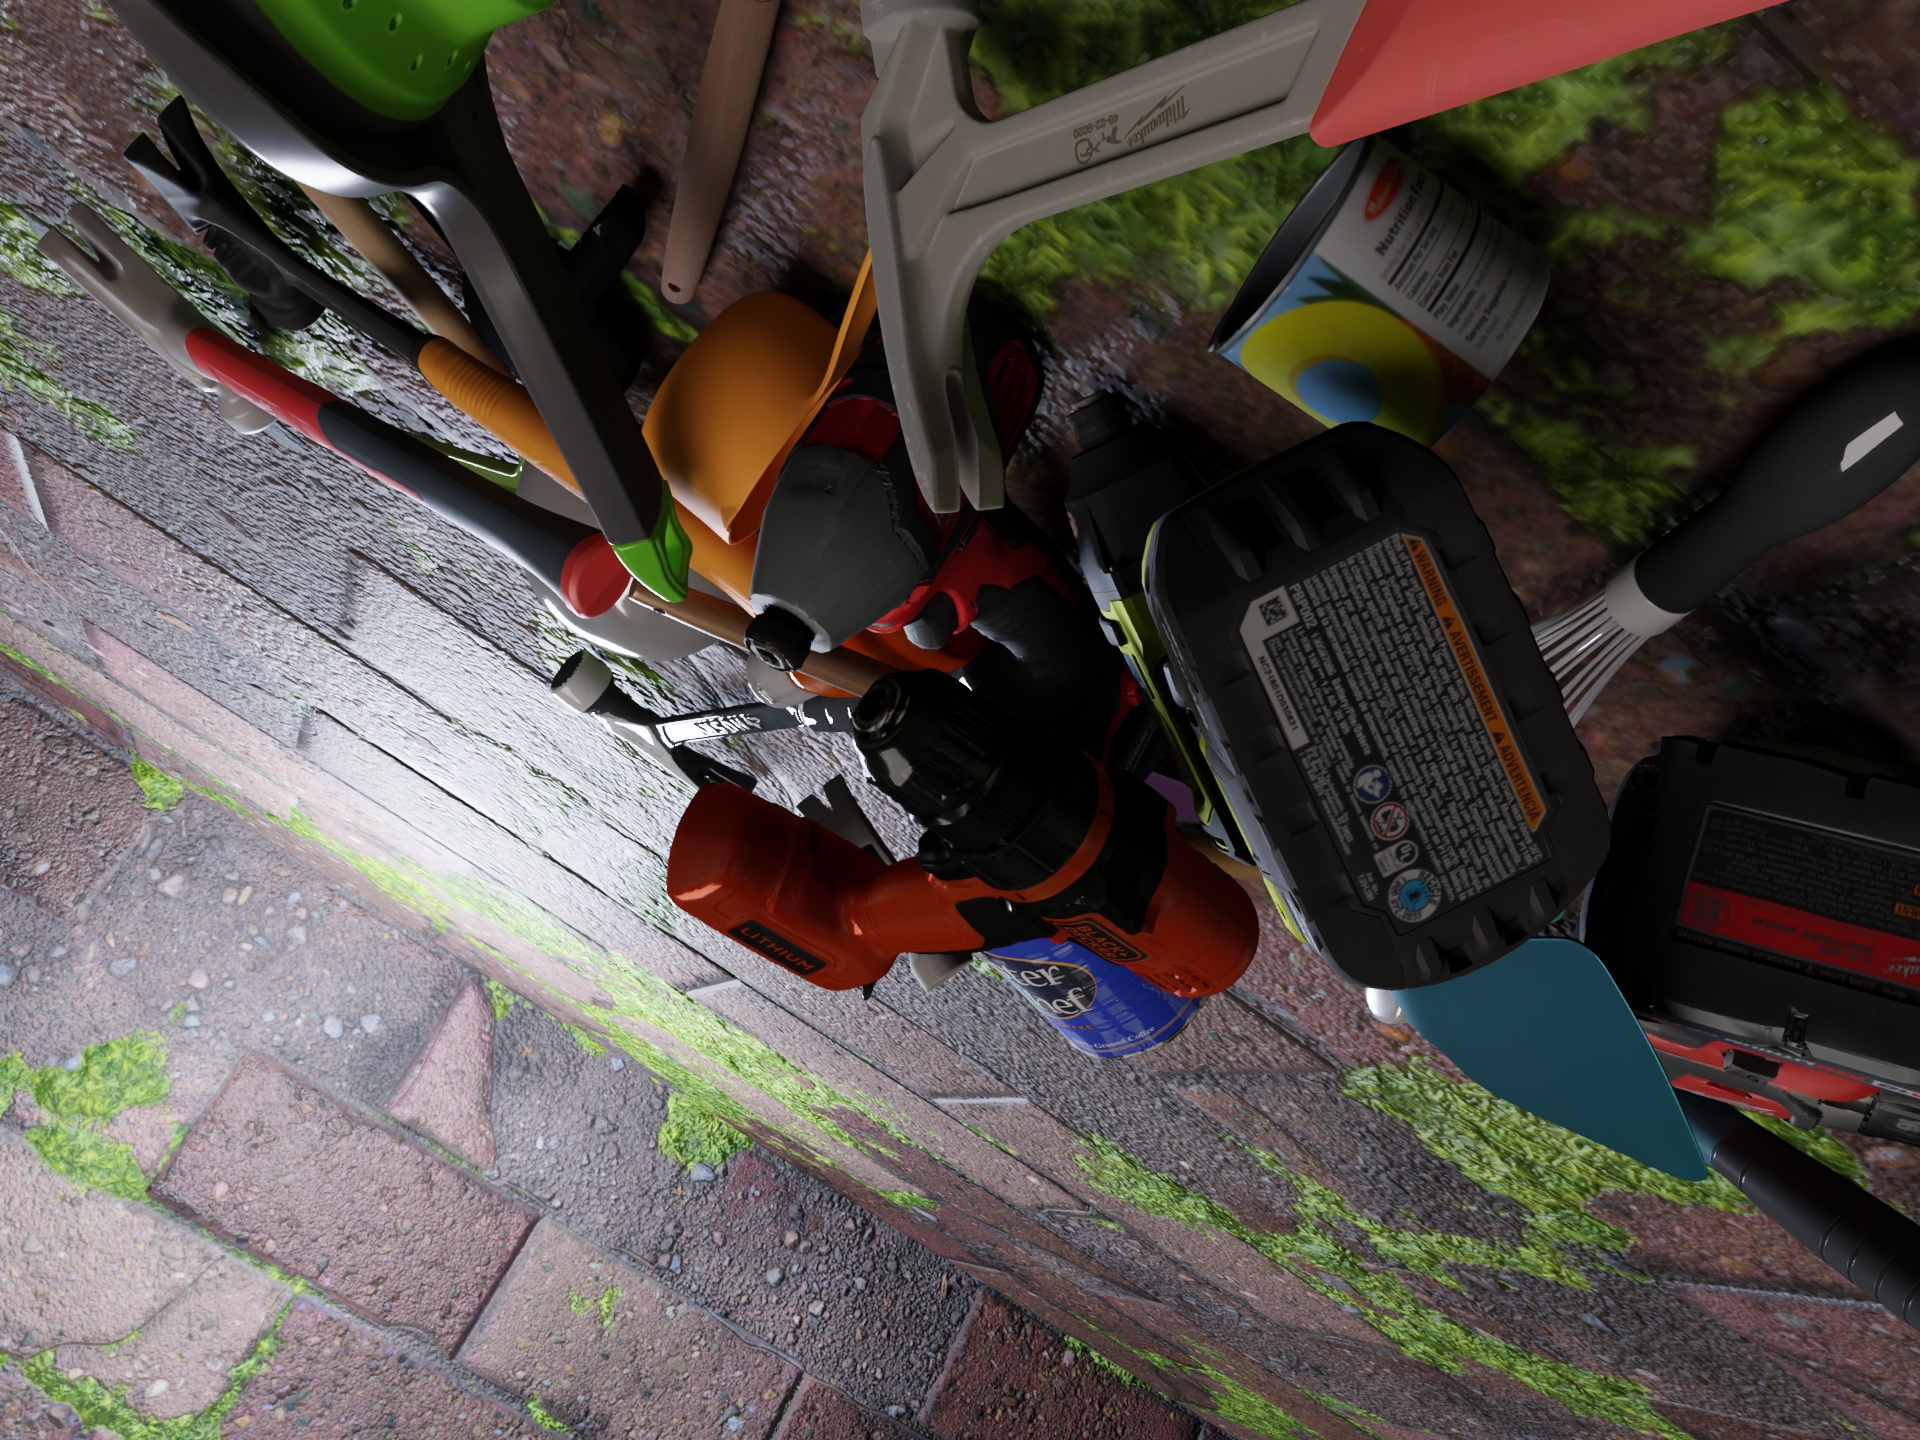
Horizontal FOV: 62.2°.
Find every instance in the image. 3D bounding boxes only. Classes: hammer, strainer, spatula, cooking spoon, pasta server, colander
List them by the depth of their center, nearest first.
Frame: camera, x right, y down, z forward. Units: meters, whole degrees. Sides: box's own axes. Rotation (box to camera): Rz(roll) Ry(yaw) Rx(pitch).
[{"bbox_3d":[0.115,-0.136,0.316,0.359,0.036,0.149,-3,97,43],"label":"hammer"},{"bbox_3d":[-0.109,-0.179,0.413,0.094,0.205,0.396,-9,140,8],"label":"colander"},{"bbox_3d":[-0.060,-0.205,0.467,0.060,0.040,0.316,33,160,-7],"label":"pasta server"},{"bbox_3d":[0.149,0.057,0.560,0.082,0.044,0.318,58,-175,-16],"label":"spatula"},{"bbox_3d":[0.294,0.165,0.578,0.128,0.033,0.331,-2,-160,-21],"label":"hammer"},{"bbox_3d":[-0.286,-0.250,0.643,0.069,0.017,0.318,2,144,36],"label":"cooking spoon"},{"bbox_3d":[-0.196,-0.137,0.660,0.337,0.034,0.127,33,167,14],"label":"hammer"},{"bbox_3d":[-0.001,-0.002,0.716,0.315,0.018,0.060,22,161,-25],"label":"spatula"},{"bbox_3d":[-0.287,-0.140,0.731,0.387,0.038,0.143,28,165,35],"label":"hammer"},{"bbox_3d":[-0.215,-0.093,0.798,0.256,0.069,0.151,19,152,18],"label":"strainer"},{"bbox_3d":[-0.090,-0.001,0.895,0.149,0.036,0.409,41,154,-27],"label":"hammer"},{"bbox_3d":[-0.041,0.111,0.977,0.130,0.031,0.331,54,173,10],"label":"hammer"}]

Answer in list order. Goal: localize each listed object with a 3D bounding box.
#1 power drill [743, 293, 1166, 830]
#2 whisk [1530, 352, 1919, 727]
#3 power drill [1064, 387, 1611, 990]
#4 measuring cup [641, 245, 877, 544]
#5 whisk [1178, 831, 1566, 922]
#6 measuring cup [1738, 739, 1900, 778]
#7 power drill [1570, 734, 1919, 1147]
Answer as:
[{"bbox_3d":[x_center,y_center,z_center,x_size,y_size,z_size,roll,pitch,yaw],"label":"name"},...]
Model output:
[{"bbox_3d":[0.003,-0.034,0.590,0.079,0.143,0.219,17,156,34],"label":"power drill"},{"bbox_3d":[0.197,-0.026,0.500,0.070,0.070,0.284,30,151,0],"label":"whisk"},{"bbox_3d":[0.088,-0.022,0.476,0.171,0.080,0.223,63,180,-10],"label":"power drill"},{"bbox_3d":[-0.063,-0.133,0.551,0.052,0.095,0.173,38,146,1],"label":"measuring cup"},{"bbox_3d":[0.174,0.064,0.720,0.051,0.047,0.245,39,159,-24],"label":"whisk"},{"bbox_3d":[0.282,0.047,0.571,0.083,0.038,0.167,20,166,11],"label":"measuring cup"},{"bbox_3d":[0.285,0.091,0.500,0.188,0.080,0.226,15,166,26],"label":"power drill"}]
